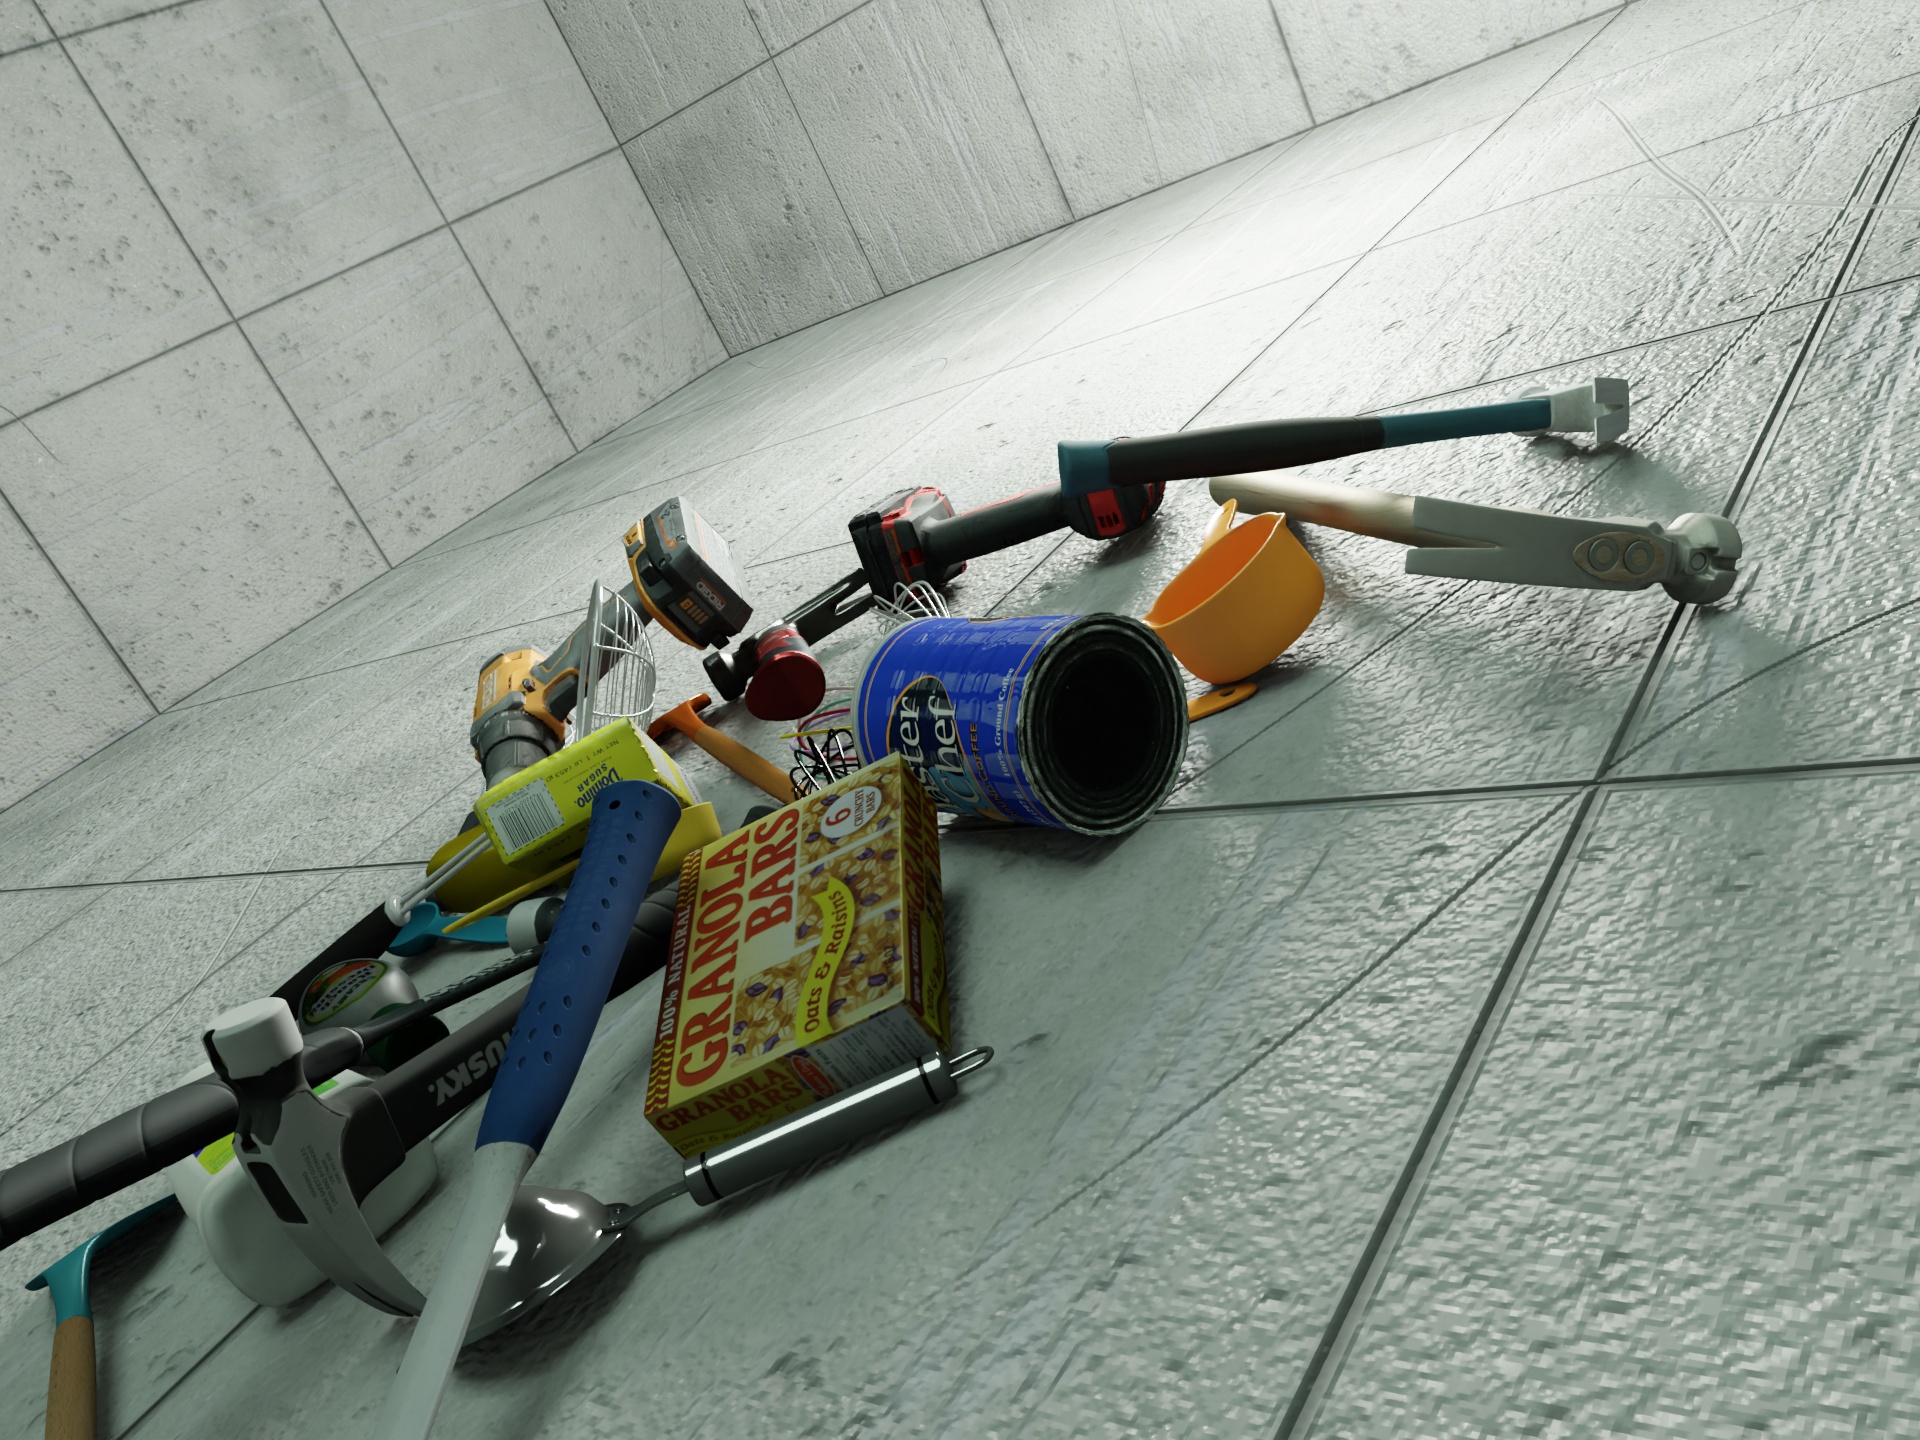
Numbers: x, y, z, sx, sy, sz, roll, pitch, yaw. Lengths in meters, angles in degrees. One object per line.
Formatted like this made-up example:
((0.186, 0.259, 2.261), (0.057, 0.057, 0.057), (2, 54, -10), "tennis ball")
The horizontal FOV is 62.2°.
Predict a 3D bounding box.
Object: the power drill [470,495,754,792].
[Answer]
((-0.255, -0.039, 1.123), (0.226, 0.084, 0.186), (-39, 31, 9), "power drill")

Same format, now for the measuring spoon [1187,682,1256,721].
((0.096, -0.001, 0.822), (0.117, 0.011, 0.021), (-19, 21, 19), "measuring spoon")

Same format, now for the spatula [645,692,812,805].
((-0.159, 0.023, 1.069), (0.081, 0.041, 0.323), (-33, 25, -18), "spatula")

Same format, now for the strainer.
((-0.106, 0.176, 0.607), (0.258, 0.050, 0.087), (-24, 6, 0), "strainer")

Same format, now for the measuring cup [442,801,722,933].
((-0.198, 0.088, 0.843), (0.156, 0.029, 0.062), (-26, -3, -2), "measuring cup")

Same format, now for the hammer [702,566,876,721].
((-0.101, -0.048, 1.034), (0.143, 0.038, 0.386), (-32, 9, -4), "hammer")

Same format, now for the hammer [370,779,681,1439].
((-0.162, 0.166, 0.574), (0.144, 0.035, 0.406), (-14, 36, 18), "hammer")

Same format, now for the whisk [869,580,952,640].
((-0.006, -0.046, 1.023), (0.059, 0.057, 0.246), (-62, 25, 4), "whisk")

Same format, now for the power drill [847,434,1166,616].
((0.042, -0.150, 1.154), (0.219, 0.078, 0.143), (-14, 15, 22), "power drill")

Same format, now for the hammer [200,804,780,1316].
((-0.172, 0.126, 0.729), (0.035, 0.146, 0.335), (-9, 15, 35), "hammer")

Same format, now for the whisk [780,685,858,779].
((-0.002, -0.002, 0.904), (0.245, 0.047, 0.051), (-8, 61, 31), "whisk")

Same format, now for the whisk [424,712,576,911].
((-0.342, 0.055, 1.176), (0.070, 0.070, 0.285), (-22, 26, 12), "whisk")

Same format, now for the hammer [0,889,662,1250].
((-0.264, 0.142, 0.713), (0.149, 0.036, 0.409), (-12, 5, 27), "hammer")

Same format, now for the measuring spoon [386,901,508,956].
((-0.312, 0.137, 0.998), (0.129, 0.021, 0.042), (-2, 38, 32), "measuring spoon")

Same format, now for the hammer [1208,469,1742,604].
((0.211, -0.110, 0.839), (0.146, 0.038, 0.411), (3, 11, -14), "hammer")

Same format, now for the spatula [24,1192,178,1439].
((-0.381, 0.289, 0.699), (0.082, 0.044, 0.318), (-33, 25, -17), "spatula")

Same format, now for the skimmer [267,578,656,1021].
((-0.319, 0.062, 0.961), (0.363, 0.090, 0.127), (-38, 30, 9), "skimmer")

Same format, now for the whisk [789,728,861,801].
((-0.049, 0.059, 0.813), (0.055, 0.055, 0.239), (-28, 25, -4), "whisk")

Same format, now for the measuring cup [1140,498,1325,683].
((0.153, -0.077, 0.861), (0.095, 0.052, 0.174), (-38, 11, 24), "measuring cup")

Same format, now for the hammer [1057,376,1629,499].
((0.205, -0.151, 0.847), (0.331, 0.033, 0.128), (-9, 10, -14), "hammer")
